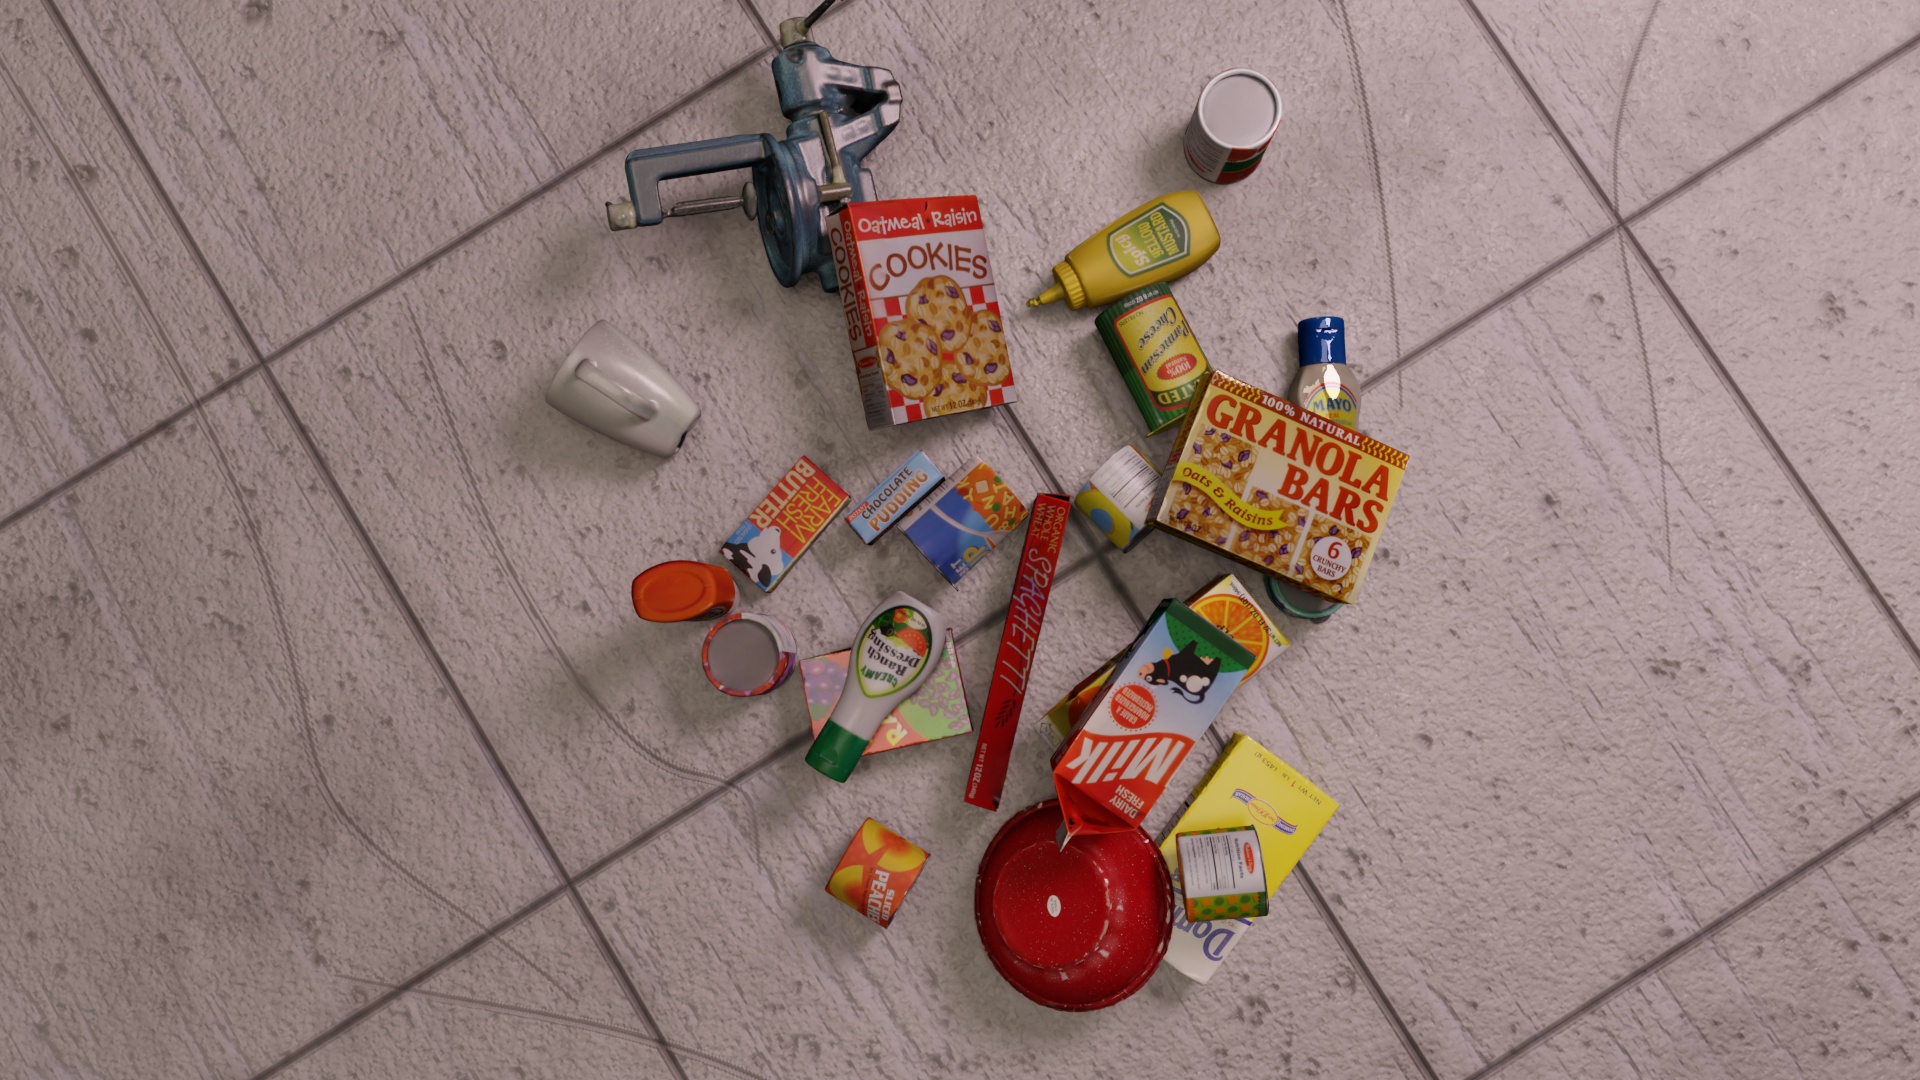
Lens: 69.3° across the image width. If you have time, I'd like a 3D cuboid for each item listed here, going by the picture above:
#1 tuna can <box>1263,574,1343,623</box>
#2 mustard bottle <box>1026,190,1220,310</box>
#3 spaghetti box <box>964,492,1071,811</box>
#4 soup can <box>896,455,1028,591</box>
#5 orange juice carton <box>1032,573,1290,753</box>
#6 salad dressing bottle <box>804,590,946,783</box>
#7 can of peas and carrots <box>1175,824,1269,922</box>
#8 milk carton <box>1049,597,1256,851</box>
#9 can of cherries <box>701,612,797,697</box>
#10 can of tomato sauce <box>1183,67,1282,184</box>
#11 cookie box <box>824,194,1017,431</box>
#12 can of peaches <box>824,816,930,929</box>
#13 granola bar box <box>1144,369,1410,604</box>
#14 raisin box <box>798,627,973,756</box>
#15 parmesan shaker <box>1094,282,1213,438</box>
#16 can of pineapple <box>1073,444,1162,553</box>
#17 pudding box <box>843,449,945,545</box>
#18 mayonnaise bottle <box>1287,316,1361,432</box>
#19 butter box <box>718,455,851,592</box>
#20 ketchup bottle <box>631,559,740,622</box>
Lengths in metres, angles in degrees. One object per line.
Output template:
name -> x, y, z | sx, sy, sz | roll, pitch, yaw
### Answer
tuna can -> 0.275, 0.031, 1.094 | 0.071, 0.033, 0.071 | 0, 85, 2
mustard bottle -> 0.126, -0.221, 1.109 | 0.160, 0.049, 0.065 | -27, 84, 0
spaghetti box -> 0.045, 0.084, 1.089 | 0.029, 0.050, 0.250 | 13, 86, 2
soup can -> 0.004, -0.014, 1.089 | 0.084, 0.071, 0.071 | -42, 86, -1
orange juice carton -> 0.153, 0.111, 1.072 | 0.193, 0.073, 0.072 | -38, 87, 0
salad dressing bottle -> -0.065, 0.112, 1.053 | 0.064, 0.044, 0.147 | 30, 87, 5
can of peas and carrots -> 0.191, 0.246, 1.020 | 0.059, 0.071, 0.071 | -7, 86, 4
milk carton -> 0.124, 0.139, 0.997 | 0.073, 0.072, 0.190 | 35, 89, 3
can of cherries -> -0.167, 0.092, 1.090 | 0.071, 0.058, 0.071 | 0, 86, 2
can of tomato sauce -> 0.216, -0.328, 1.097 | 0.071, 0.083, 0.071 | 0, 87, 2
cookie box -> -0.028, -0.178, 1.071 | 0.123, 0.040, 0.167 | -15, 95, -36
can of peaches -> -0.065, 0.257, 1.069 | 0.058, 0.071, 0.071 | 31, 88, 5
granola bar box -> 0.237, -0.039, 1.043 | 0.165, 0.039, 0.124 | 23, 85, -8
raisin box -> -0.058, 0.122, 1.095 | 0.123, 0.040, 0.086 | -12, 86, 0
parmesan shaker -> 0.154, -0.142, 1.093 | 0.071, 0.071, 0.103 | -27, 86, 0
can of pineapple -> 0.131, -0.032, 1.086 | 0.071, 0.071, 0.058 | -44, 80, -1
pudding box -> -0.052, -0.034, 1.101 | 0.084, 0.049, 0.030 | -42, 87, -1
mayonnaise bottle -> 0.288, -0.101, 1.098 | 0.065, 0.041, 0.148 | -2, 86, -2
butter box -> -0.140, -0.013, 1.115 | 0.053, 0.024, 0.103 | 40, 88, 3
ketchup bottle -> -0.199, 0.040, 1.050 | 0.065, 0.149, 0.043 | -10, 86, 2
